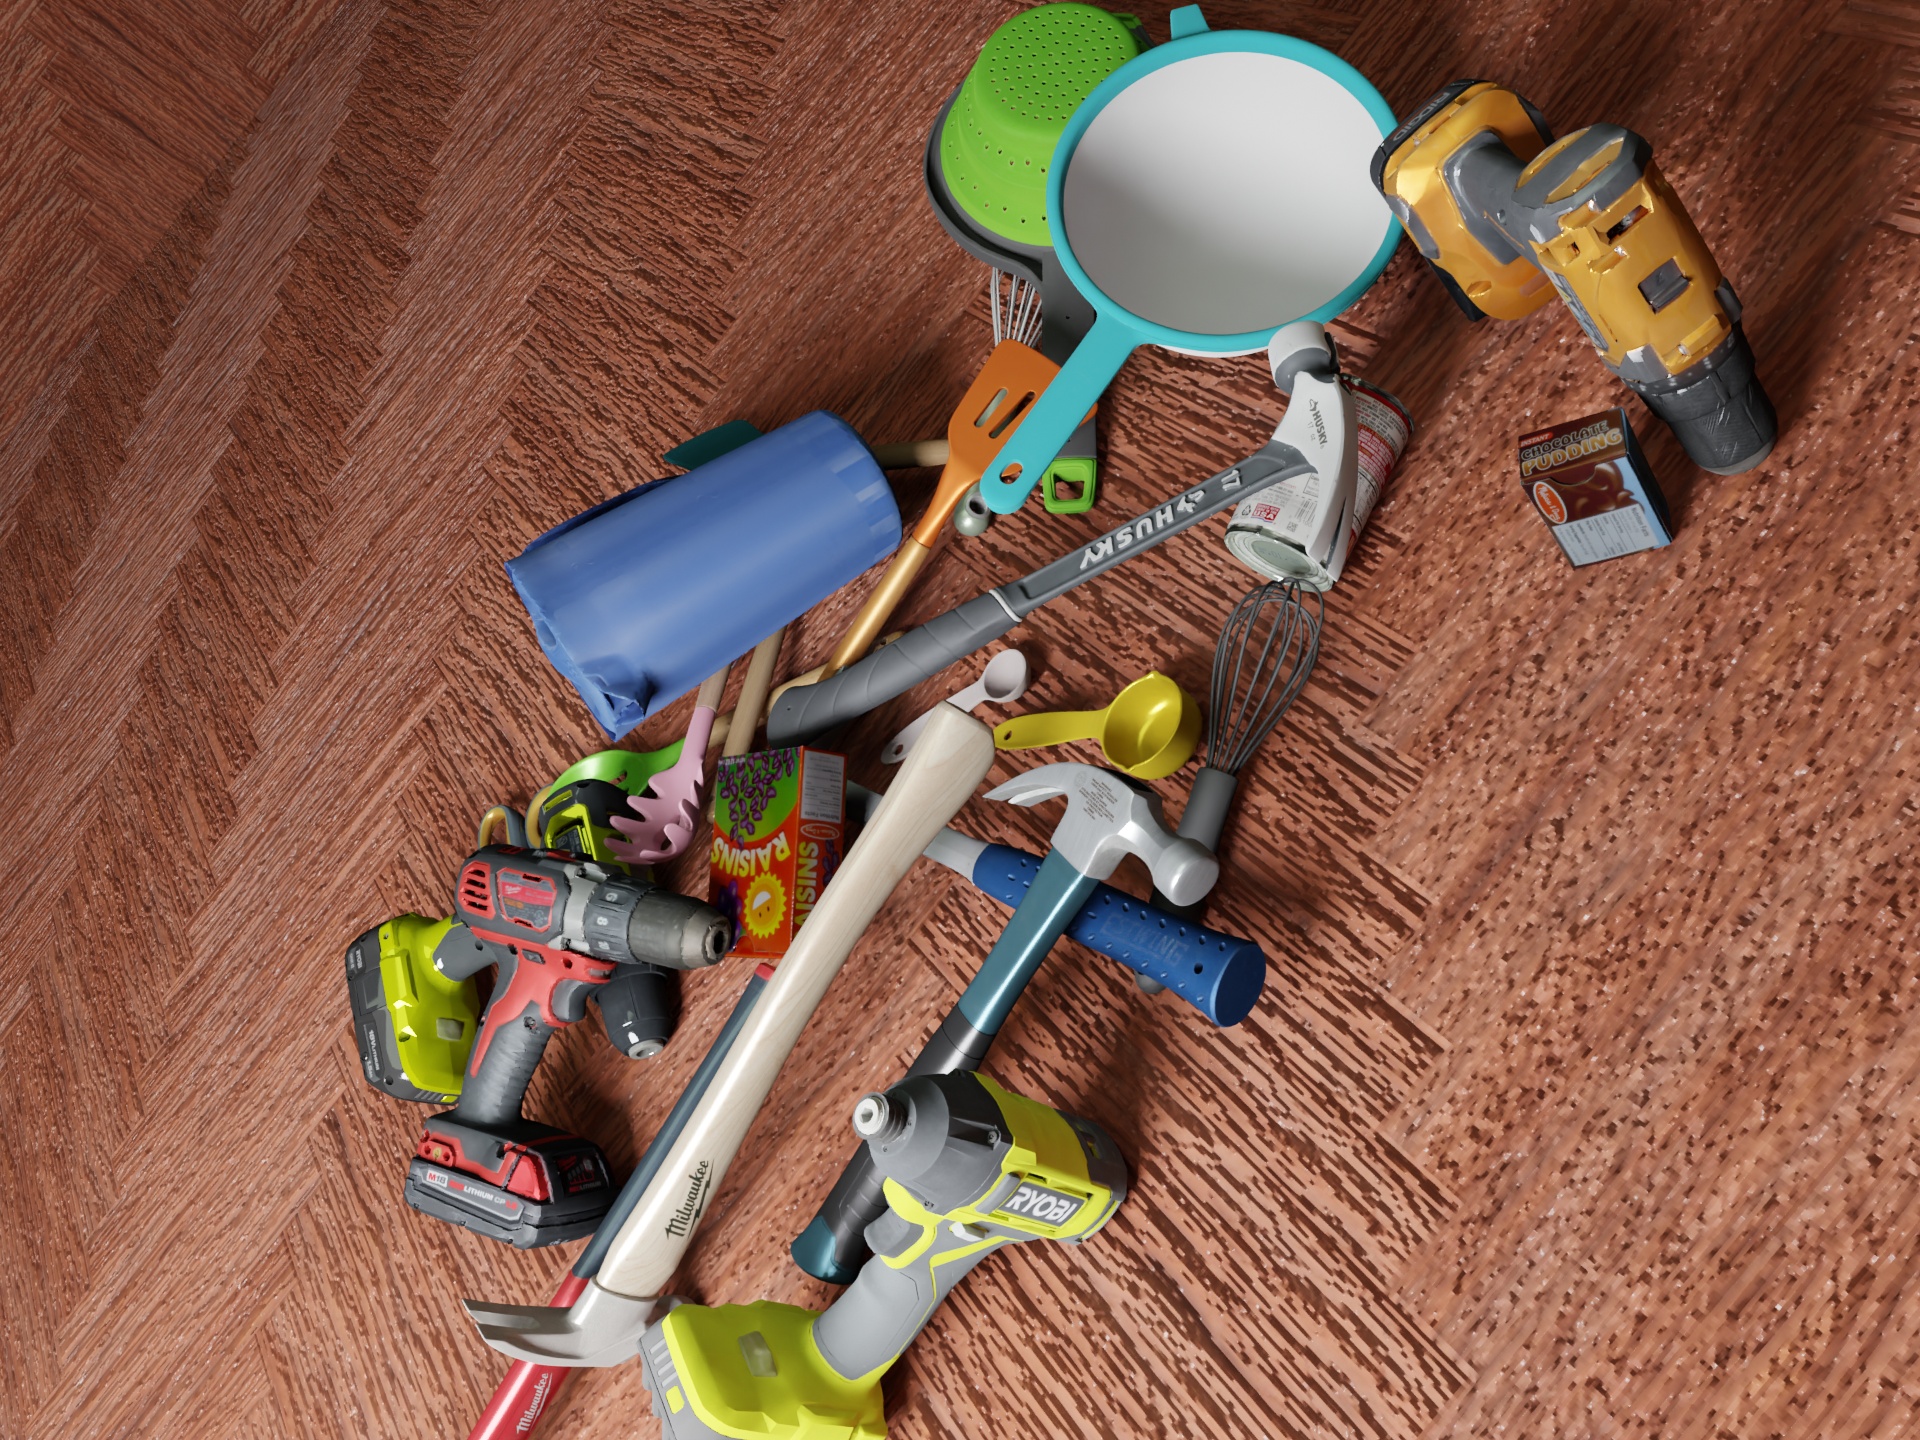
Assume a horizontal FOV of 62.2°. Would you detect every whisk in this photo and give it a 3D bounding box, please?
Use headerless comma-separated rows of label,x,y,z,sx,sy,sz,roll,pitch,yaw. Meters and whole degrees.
whisk,0.031,-0.237,1.093,0.059,0.057,0.246,144,142,-67
whisk,0.139,0.031,0.841,0.055,0.055,0.239,12,77,42

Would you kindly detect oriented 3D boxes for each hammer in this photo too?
hammer,0.002,0.164,0.817,0.128,0.033,0.331,47,113,42
hammer,0.042,-0.069,0.904,0.409,0.036,0.149,-27,49,30
hammer,0.010,0.073,0.898,0.406,0.035,0.144,20,81,49
hammer,-0.212,0.306,0.904,0.038,0.143,0.386,22,75,40
hammer,-0.109,0.168,0.856,0.038,0.146,0.410,33,93,43

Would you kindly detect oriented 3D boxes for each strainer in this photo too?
strainer,0.124,-0.250,0.959,0.211,0.095,0.340,35,84,16

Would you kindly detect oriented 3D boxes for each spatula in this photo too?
spatula,-0.033,-0.096,1.031,0.081,0.041,0.322,40,108,16
spatula,-0.090,-0.195,1.139,0.318,0.044,0.082,5,31,46

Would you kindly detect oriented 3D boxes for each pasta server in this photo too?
pasta server,-0.172,-0.031,1.086,0.060,0.040,0.316,-14,48,30

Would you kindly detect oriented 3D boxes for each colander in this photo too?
colander,0.068,-0.331,1.041,0.204,0.094,0.397,-2,71,8

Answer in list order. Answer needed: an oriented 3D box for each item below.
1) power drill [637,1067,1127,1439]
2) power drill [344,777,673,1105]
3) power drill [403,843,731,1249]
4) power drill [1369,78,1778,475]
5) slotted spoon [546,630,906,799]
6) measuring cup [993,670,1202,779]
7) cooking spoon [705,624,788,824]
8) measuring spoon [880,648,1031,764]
power drill,-0.044,0.263,0.761,0.223,0.171,0.080,-48,45,10
power drill,-0.297,0.170,1.077,0.228,0.080,0.191,-30,62,16
power drill,-0.235,0.194,0.960,0.188,0.080,0.227,8,87,26
power drill,0.309,-0.222,0.792,0.084,0.185,0.226,-40,27,13
slotted spoon,-0.166,0.008,1.113,0.314,0.031,0.070,-25,51,23
measuring cup,0.077,0.009,0.923,0.156,0.029,0.062,-6,61,50
cooking spoon,-0.129,-0.066,1.111,0.069,0.017,0.319,-15,48,37
measuring spoon,-0.002,-0.003,0.998,0.124,0.018,0.034,-34,48,28
